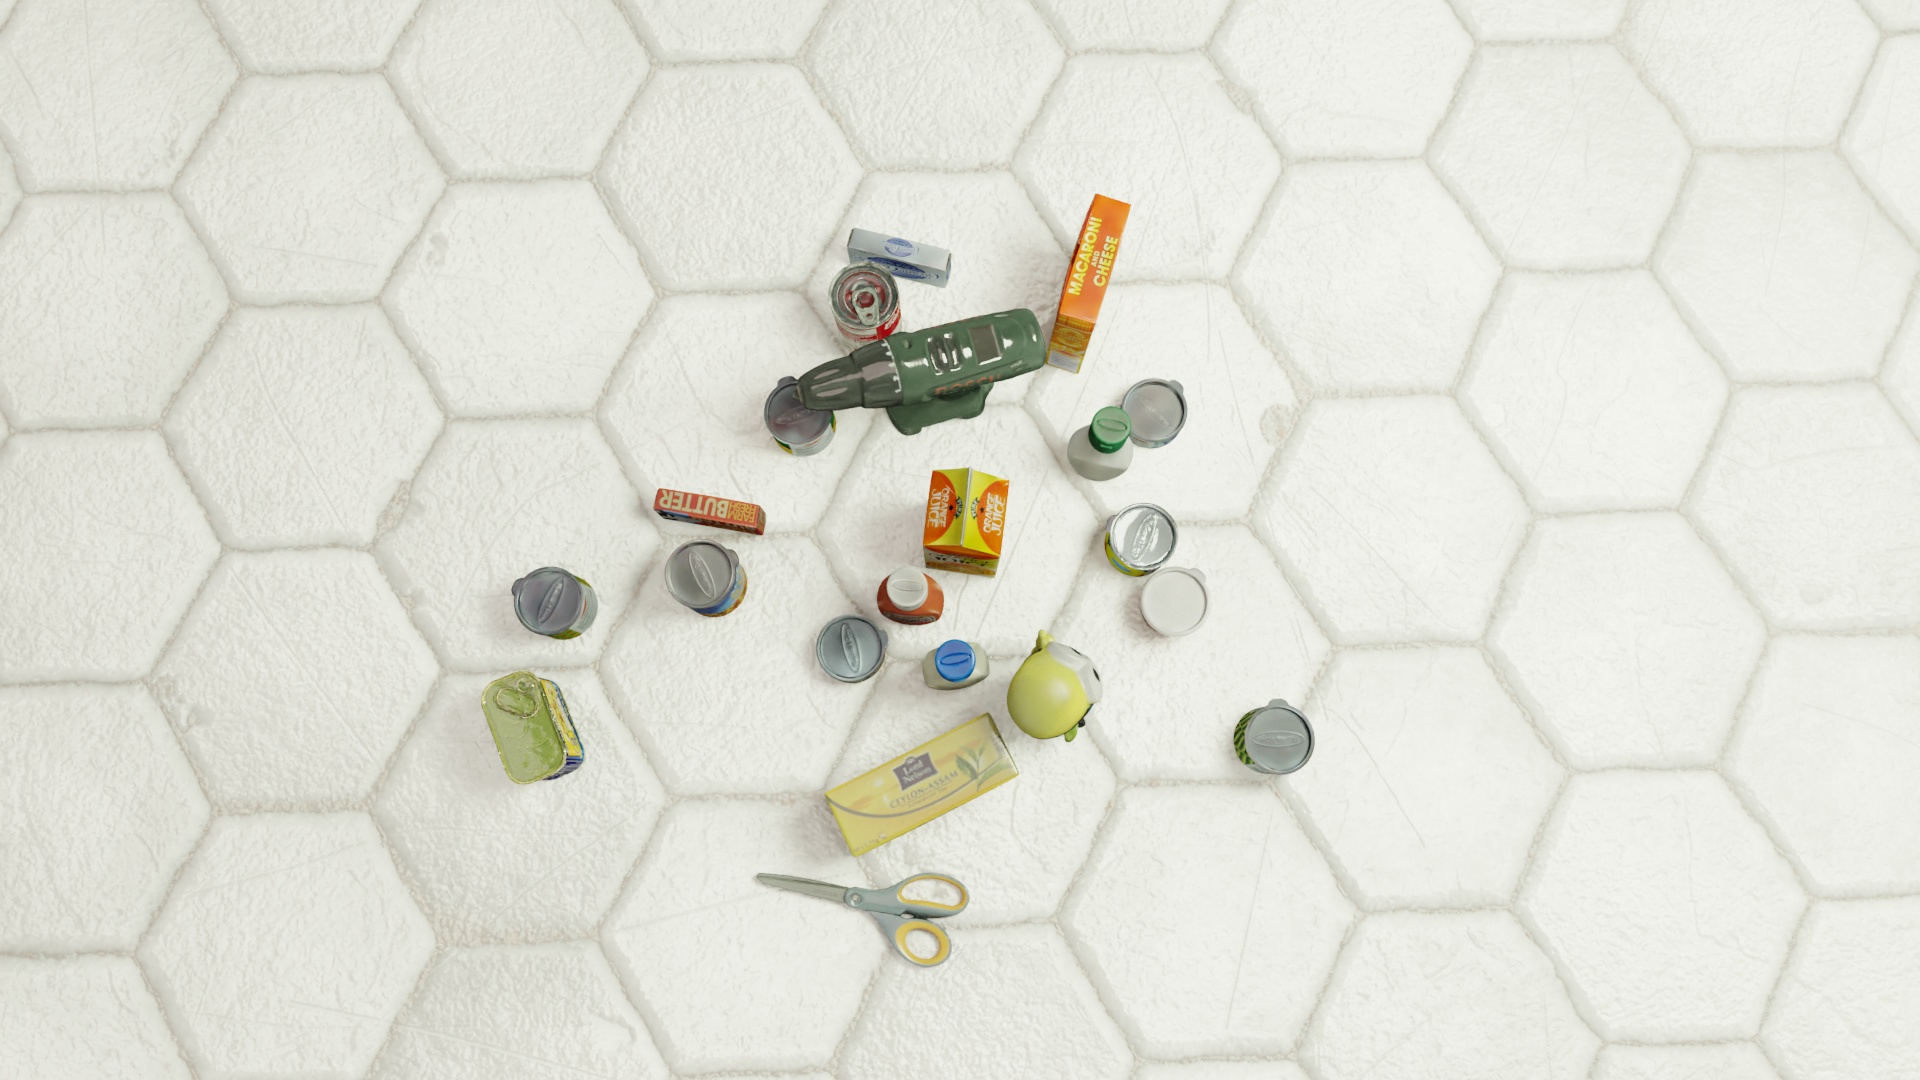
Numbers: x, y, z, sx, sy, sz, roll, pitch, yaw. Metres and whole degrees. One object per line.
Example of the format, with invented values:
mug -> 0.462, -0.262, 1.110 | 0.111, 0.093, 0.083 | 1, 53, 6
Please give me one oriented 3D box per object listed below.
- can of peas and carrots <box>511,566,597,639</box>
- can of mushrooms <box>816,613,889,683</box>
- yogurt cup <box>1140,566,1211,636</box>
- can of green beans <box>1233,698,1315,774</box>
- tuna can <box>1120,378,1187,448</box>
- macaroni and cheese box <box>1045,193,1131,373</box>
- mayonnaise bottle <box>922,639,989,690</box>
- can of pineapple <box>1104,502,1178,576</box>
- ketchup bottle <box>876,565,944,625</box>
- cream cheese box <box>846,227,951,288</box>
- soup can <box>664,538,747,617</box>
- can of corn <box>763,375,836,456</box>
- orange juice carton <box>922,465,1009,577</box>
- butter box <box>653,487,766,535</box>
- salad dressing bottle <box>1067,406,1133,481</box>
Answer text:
can of peas and carrots -> -0.392, 0.061, 1.343 | 0.071, 0.058, 0.071 | 0, 81, 0
can of mushrooms -> -0.103, 0.105, 1.350 | 0.071, 0.033, 0.071 | 0, 80, 0
yogurt cup -> 0.206, 0.062, 1.349 | 0.072, 0.054, 0.072 | 0, 80, 0
can of green beans -> 0.299, 0.190, 1.326 | 0.071, 0.057, 0.071 | 0, 81, 0
tuna can -> 0.194, -0.129, 1.393 | 0.071, 0.033, 0.071 | 0, 80, 0
macaroni and cheese box -> 0.121, -0.244, 1.344 | 0.040, 0.166, 0.124 | 17, 81, 3
mayonnaise bottle -> -0.004, 0.115, 1.291 | 0.065, 0.148, 0.041 | -11, 81, -2
can of pineapple -> 0.174, -0.001, 1.358 | 0.071, 0.058, 0.071 | 0, 81, 0
ketchup bottle -> -0.048, 0.051, 1.301 | 0.065, 0.148, 0.043 | 5, 81, 1
cream cheese box -> -0.061, -0.286, 1.408 | 0.104, 0.053, 0.024 | 14, 81, 2
soup can -> -0.240, 0.036, 1.336 | 0.071, 0.083, 0.071 | 0, 81, 0
can of corn -> -0.159, -0.123, 1.376 | 0.071, 0.058, 0.071 | 0, 81, 0
orange juice carton -> 0.005, -0.016, 1.291 | 0.073, 0.192, 0.072 | 8, 81, 1
butter box -> -0.244, -0.028, 1.362 | 0.103, 0.053, 0.024 | 10, 81, 1
salad dressing bottle -> 0.137, -0.093, 1.328 | 0.064, 0.147, 0.044 | 13, 81, 2
